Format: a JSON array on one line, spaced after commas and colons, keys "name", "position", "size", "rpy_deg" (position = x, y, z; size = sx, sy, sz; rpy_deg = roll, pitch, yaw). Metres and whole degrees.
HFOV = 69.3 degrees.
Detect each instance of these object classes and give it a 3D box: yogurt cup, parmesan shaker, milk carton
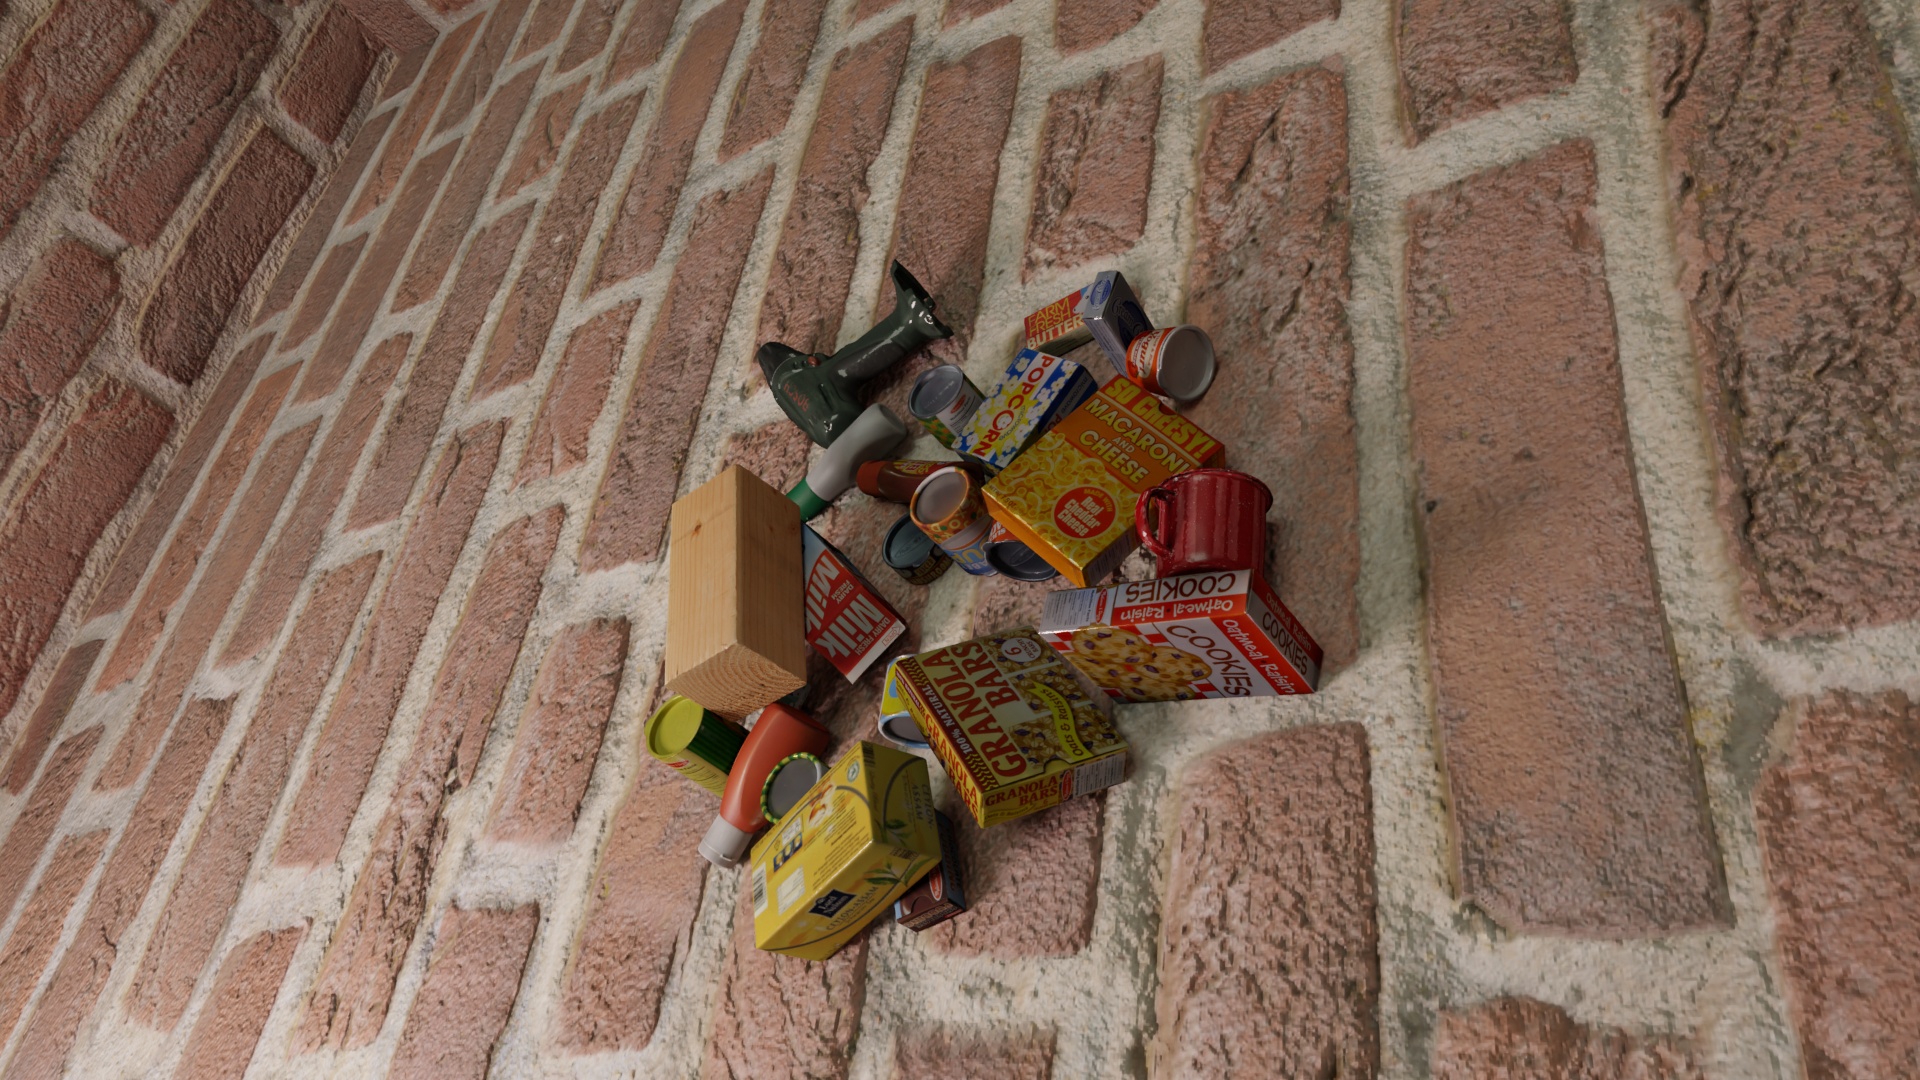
[{"name": "yogurt cup", "position": [0.184, -0.158, 1.233], "size": [0.054, 0.072, 0.072], "rpy_deg": [14, 67, 54]}, {"name": "parmesan shaker", "position": [-0.227, 0.190, 1.262], "size": [0.071, 0.103, 0.072], "rpy_deg": [-22, 47, 25]}, {"name": "milk carton", "position": [-0.118, 0.059, 1.299], "size": [0.072, 0.073, 0.191], "rpy_deg": [-47, 41, 1]}]

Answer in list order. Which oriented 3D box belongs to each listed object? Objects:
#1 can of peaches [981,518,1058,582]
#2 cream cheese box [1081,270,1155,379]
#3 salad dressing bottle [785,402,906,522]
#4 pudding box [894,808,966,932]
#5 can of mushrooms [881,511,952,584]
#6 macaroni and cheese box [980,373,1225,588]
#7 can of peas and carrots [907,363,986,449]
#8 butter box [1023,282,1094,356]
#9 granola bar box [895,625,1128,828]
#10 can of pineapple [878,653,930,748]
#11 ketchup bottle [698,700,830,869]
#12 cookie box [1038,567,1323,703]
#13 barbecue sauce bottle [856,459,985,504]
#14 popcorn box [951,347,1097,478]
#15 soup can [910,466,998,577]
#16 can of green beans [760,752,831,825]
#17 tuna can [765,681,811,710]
[{"name": "can of peaches", "position": [0.057, -0.006, 1.209], "size": [0.071, 0.071, 0.058], "rpy_deg": [-9, 52, 35]}, {"name": "cream cheese box", "position": [0.147, -0.192, 1.259], "size": [0.024, 0.103, 0.053], "rpy_deg": [5, 63, 34]}, {"name": "salad dressing bottle", "position": [-0.122, -0.077, 1.426], "size": [0.147, 0.064, 0.044], "rpy_deg": [-42, 74, 16]}, {"name": "pudding box", "position": [-0.028, 0.260, 1.096], "size": [0.049, 0.030, 0.084], "rpy_deg": [-28, 44, 18]}, {"name": "can of mushrooms", "position": [-0.038, 0.007, 1.305], "size": [0.071, 0.033, 0.071], "rpy_deg": [-22, 46, 25]}, {"name": "macaroni and cheese box", "position": [0.120, -0.052, 1.162], "size": [0.167, 0.040, 0.124], "rpy_deg": [-41, 58, -15]}, {"name": "can of peas and carrots", "position": [-0.010, -0.133, 1.376], "size": [0.071, 0.058, 0.071], "rpy_deg": [-23, 45, 25]}, {"name": "butter box", "position": [0.112, -0.217, 1.368], "size": [0.103, 0.024, 0.053], "rpy_deg": [-24, 46, 23]}, {"name": "granola bar box", "position": [0.037, 0.139, 1.083], "size": [0.124, 0.038, 0.166], "rpy_deg": [-14, 37, -21]}, {"name": "can of pineapple", "position": [-0.032, 0.136, 1.172], "size": [0.071, 0.071, 0.058], "rpy_deg": [-15, 50, 31]}, {"name": "ketchup bottle", "position": [-0.179, 0.219, 1.233], "size": [0.149, 0.064, 0.043], "rpy_deg": [-59, 28, -3]}, {"name": "cookie box", "position": [0.162, 0.073, 1.018], "size": [0.167, 0.122, 0.040], "rpy_deg": [-8, 54, 35]}, {"name": "barbecue sauce bottle", "position": [-0.045, -0.057, 1.346], "size": [0.065, 0.043, 0.148], "rpy_deg": [-16, 14, -37]}, {"name": "popcorn box", "position": [0.061, -0.118, 1.320], "size": [0.085, 0.038, 0.127], "rpy_deg": [25, 76, 47]}, {"name": "soup can", "position": [0.004, -0.016, 1.250], "size": [0.071, 0.083, 0.072], "rpy_deg": [-22, 47, 25]}, {"name": "can of green beans", "position": [-0.128, 0.222, 1.188], "size": [0.071, 0.057, 0.071], "rpy_deg": [-22, 46, 25]}, {"name": "tuna can", "position": [-0.176, 0.134, 1.290], "size": [0.071, 0.071, 0.033], "rpy_deg": [8, 62, 43]}]
